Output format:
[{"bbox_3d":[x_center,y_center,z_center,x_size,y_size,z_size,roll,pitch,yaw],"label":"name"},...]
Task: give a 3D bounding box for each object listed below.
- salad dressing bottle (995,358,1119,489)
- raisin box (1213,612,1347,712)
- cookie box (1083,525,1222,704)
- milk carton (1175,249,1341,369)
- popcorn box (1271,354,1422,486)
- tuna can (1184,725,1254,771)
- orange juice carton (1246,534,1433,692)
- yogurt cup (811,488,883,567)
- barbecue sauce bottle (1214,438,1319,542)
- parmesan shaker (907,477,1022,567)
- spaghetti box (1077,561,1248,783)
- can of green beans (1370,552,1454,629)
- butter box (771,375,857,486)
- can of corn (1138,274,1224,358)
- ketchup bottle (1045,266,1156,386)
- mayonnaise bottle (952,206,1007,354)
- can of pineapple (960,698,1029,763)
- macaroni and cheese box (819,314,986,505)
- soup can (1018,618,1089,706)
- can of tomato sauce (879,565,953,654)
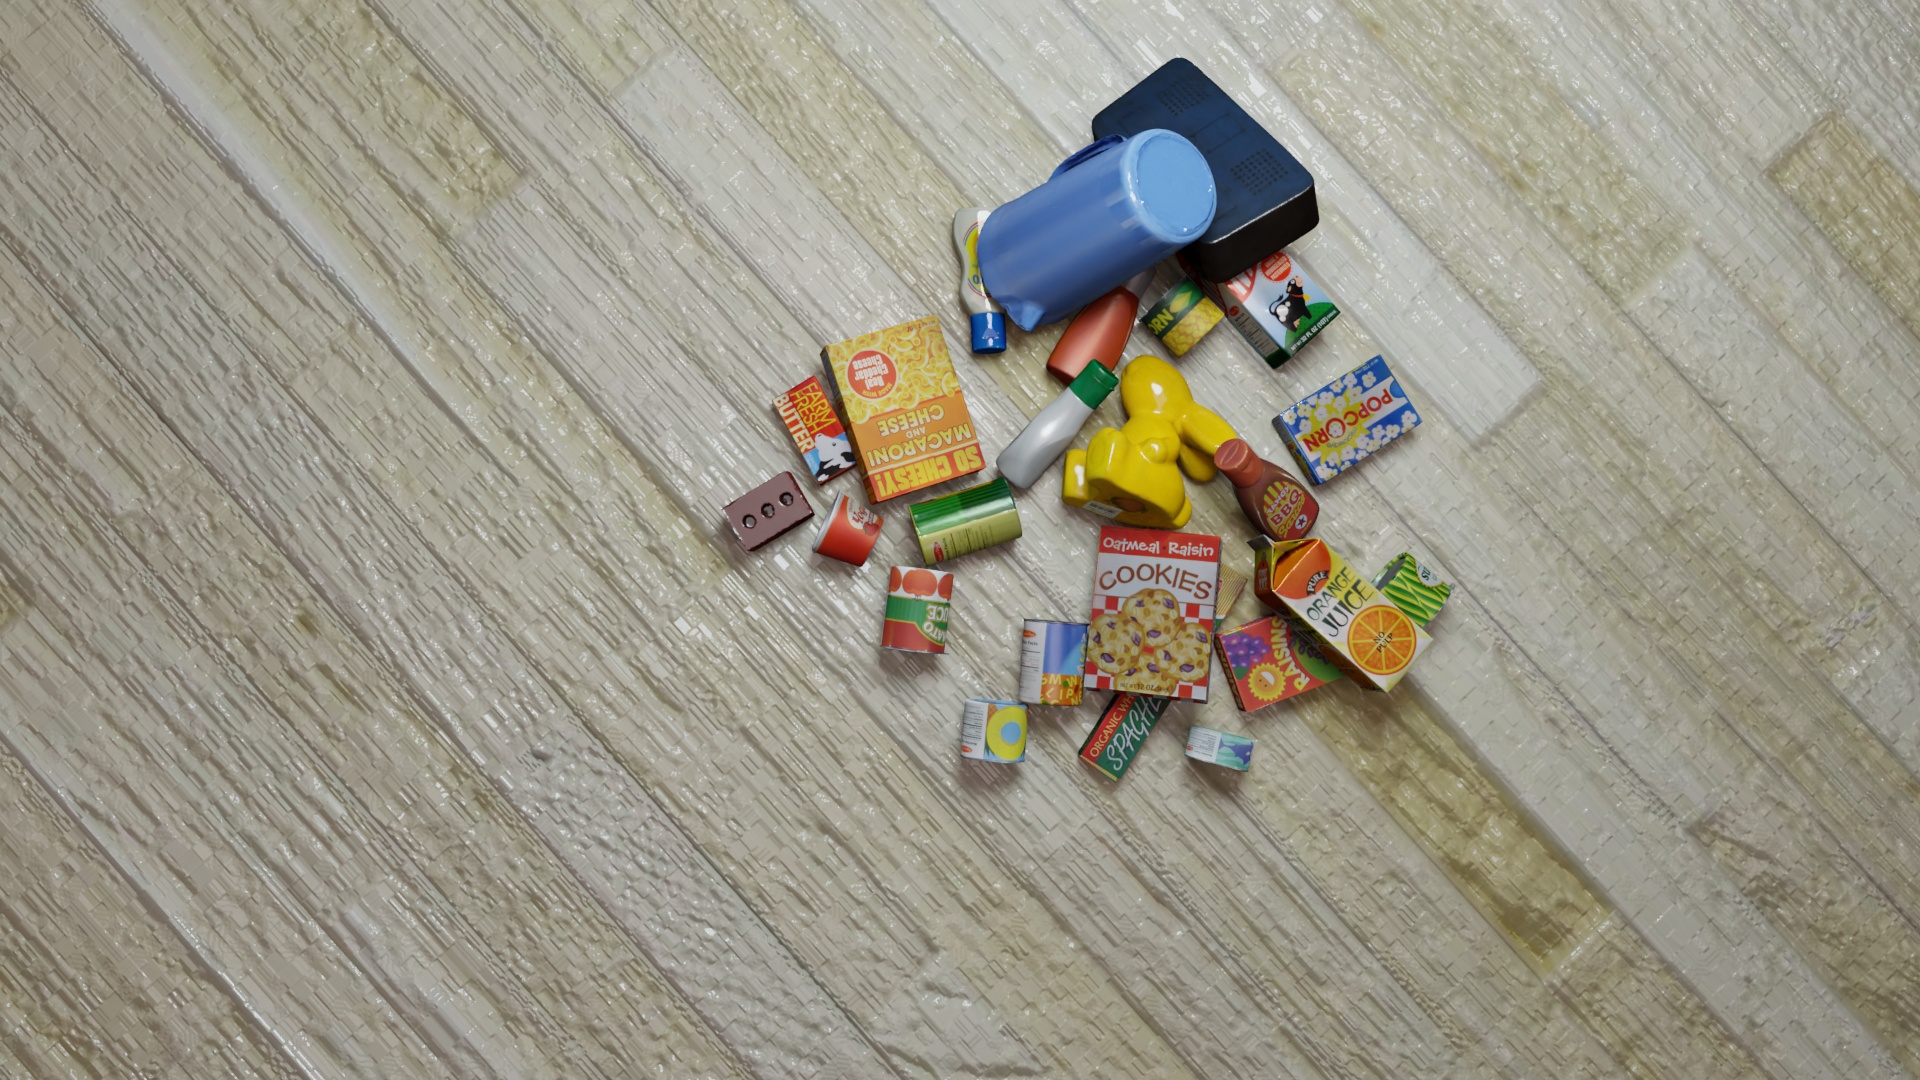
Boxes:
[{"bbox_3d":[0.099,-0.118,1.409,0.147,0.064,0.044,-48,71,16],"label":"salad dressing bottle"},{"bbox_3d":[0.333,0.117,1.432,0.123,0.040,0.086,-20,88,-4],"label":"raisin box"},{"bbox_3d":[0.196,0.074,1.404,0.123,0.040,0.167,5,79,13],"label":"cookie box"},{"bbox_3d":[0.294,-0.275,1.434,0.072,0.073,0.190,-42,89,-4],"label":"milk carton"},{"bbox_3d":[0.401,-0.124,1.448,0.127,0.038,0.085,-31,87,-3],"label":"popcorn box"},{"bbox_3d":[0.266,0.212,1.412,0.071,0.071,0.033,14,86,-1],"label":"tuna can"},{"bbox_3d":[0.364,0.062,1.381,0.193,0.071,0.073,42,85,1],"label":"orange juice carton"},{"bbox_3d":[-0.113,-0.008,1.412,0.054,0.072,0.072,25,87,-9],"label":"yogurt cup"},{"bbox_3d":[0.305,-0.051,1.396,0.065,0.044,0.148,-53,131,-1],"label":"barbecue sauce bottle"},{"bbox_3d":[0.005,-0.018,1.417,0.103,0.071,0.071,-17,88,-4],"label":"parmesan shaker"},{"bbox_3d":[0.207,0.131,1.432,0.050,0.028,0.250,33,86,1],"label":"spaghetti box"},{"bbox_3d":[0.459,0.054,1.426,0.058,0.071,0.071,40,87,1],"label":"can of green beans"},{"bbox_3d":[-0.148,-0.113,1.435,0.053,0.024,0.103,-29,88,-4],"label":"butter box"},{"bbox_3d":[0.227,-0.229,1.432,0.071,0.071,0.058,-44,90,-3],"label":"can of corn"},{"bbox_3d":[0.151,-0.226,1.441,0.065,0.043,0.149,32,86,-3],"label":"ketchup bottle"},{"bbox_3d":[0.027,-0.269,1.440,0.065,0.041,0.148,-3,87,-4],"label":"mayonnaise bottle"},{"bbox_3d":[0.036,0.192,1.405,0.071,0.071,0.058,5,87,-2],"label":"can of pineapple"},{"bbox_3d":[-0.058,-0.133,1.421,0.124,0.040,0.166,-18,88,-16],"label":"macaroni and cheese box"},{"bbox_3d":[0.097,0.123,1.411,0.071,0.071,0.083,4,88,-2],"label":"soup can"},{"bbox_3d":[-0.042,0.071,1.407,0.071,0.071,0.083,7,86,-2],"label":"can of tomato sauce"}]
